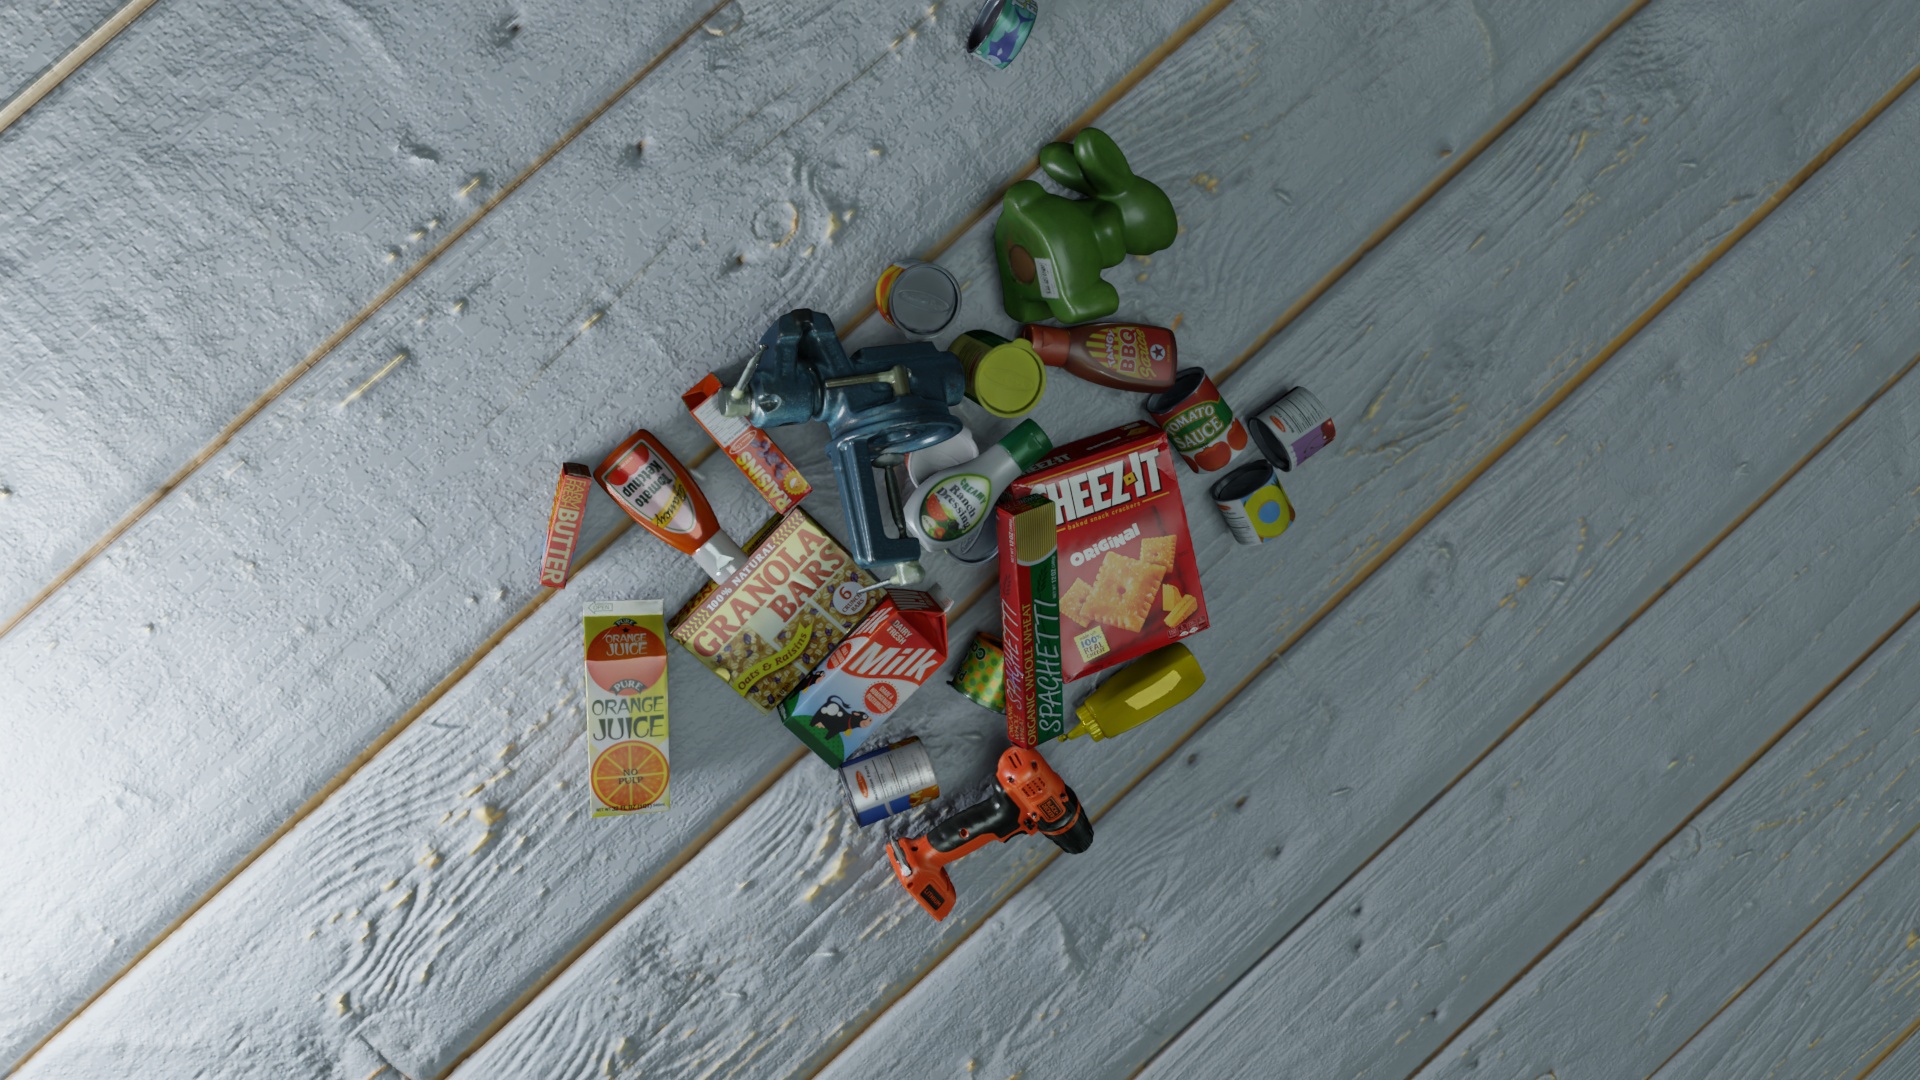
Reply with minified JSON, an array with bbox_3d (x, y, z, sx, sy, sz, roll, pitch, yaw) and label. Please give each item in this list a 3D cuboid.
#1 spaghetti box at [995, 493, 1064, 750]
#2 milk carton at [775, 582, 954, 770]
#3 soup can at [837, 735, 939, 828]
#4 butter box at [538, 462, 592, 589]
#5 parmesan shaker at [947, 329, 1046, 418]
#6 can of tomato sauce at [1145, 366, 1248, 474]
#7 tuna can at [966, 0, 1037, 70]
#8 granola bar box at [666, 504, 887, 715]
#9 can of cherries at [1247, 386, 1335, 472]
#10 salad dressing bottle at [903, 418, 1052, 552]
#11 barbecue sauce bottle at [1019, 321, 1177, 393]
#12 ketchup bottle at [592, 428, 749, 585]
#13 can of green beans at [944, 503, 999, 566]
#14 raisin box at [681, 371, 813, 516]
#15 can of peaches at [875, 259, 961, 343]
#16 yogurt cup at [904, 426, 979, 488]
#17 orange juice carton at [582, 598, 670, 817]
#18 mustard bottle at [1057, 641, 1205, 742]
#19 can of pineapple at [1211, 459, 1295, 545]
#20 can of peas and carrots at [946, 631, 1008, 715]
[{"bbox_3d":[0.066,0.079,1.292,0.050,0.029,0.249,-20,118,-32],"label":"spaghetti box"},{"bbox_3d":[-0.082,0.116,1.311,0.190,0.072,0.073,-45,111,-1],"label":"milk carton"},{"bbox_3d":[-0.070,0.235,1.352,0.084,0.071,0.071,-19,109,-11],"label":"soup can"},{"bbox_3d":[-0.345,-0.014,1.210,0.024,0.053,0.103,12,101,-21],"label":"butter box"},{"bbox_3d":[0.031,-0.155,1.255,0.071,0.103,0.071,-4,107,-15],"label":"parmesan shaker"},{"bbox_3d":[0.229,-0.114,1.342,0.071,0.071,0.083,-41,112,-2],"label":"can of tomato sauce"},{"bbox_3d":[0.037,-0.445,1.197,0.033,0.071,0.071,24,97,-22],"label":"tuna can"},{"bbox_3d":[-0.169,0.062,1.289,0.165,0.039,0.124,-46,111,-1],"label":"granola bar box"},{"bbox_3d":[0.328,-0.110,1.376,0.058,0.071,0.071,-35,111,-5],"label":"can of cherries"},{"bbox_3d":[0.016,-0.052,1.250,0.148,0.044,0.064,-40,102,-6],"label":"salad dressing bottle"},{"bbox_3d":[0.129,-0.176,1.304,0.149,0.043,0.065,5,79,-20],"label":"barbecue sauce bottle"},{"bbox_3d":[-0.250,-0.026,1.223,0.065,0.043,0.148,-43,98,-2],"label":"ketchup bottle"},{"bbox_3d":[0.006,-0.015,1.309,0.071,0.058,0.071,-4,106,-15],"label":"can of green beans"},{"bbox_3d":[-0.188,-0.085,1.219,0.040,0.086,0.123,-42,112,-4],"label":"raisin box"},{"bbox_3d":[-0.039,-0.215,1.243,0.071,0.058,0.071,-5,107,-15],"label":"can of peaches"},{"bbox_3d":[-0.021,-0.077,1.287,0.072,0.054,0.072,-4,106,-15],"label":"yogurt cup"},{"bbox_3d":[-0.301,0.145,1.255,0.072,0.073,0.192,-2,105,-16],"label":"orange juice carton"},{"bbox_3d":[0.168,0.162,1.404,0.160,0.065,0.048,-31,106,0],"label":"mustard bottle"},{"bbox_3d":[0.294,-0.037,1.383,0.071,0.071,0.057,-34,112,-5],"label":"can of pineapple"},{"bbox_3d":[0.030,0.128,1.351,0.071,0.071,0.058,25,96,-21],"label":"can of peas and carrots"}]
